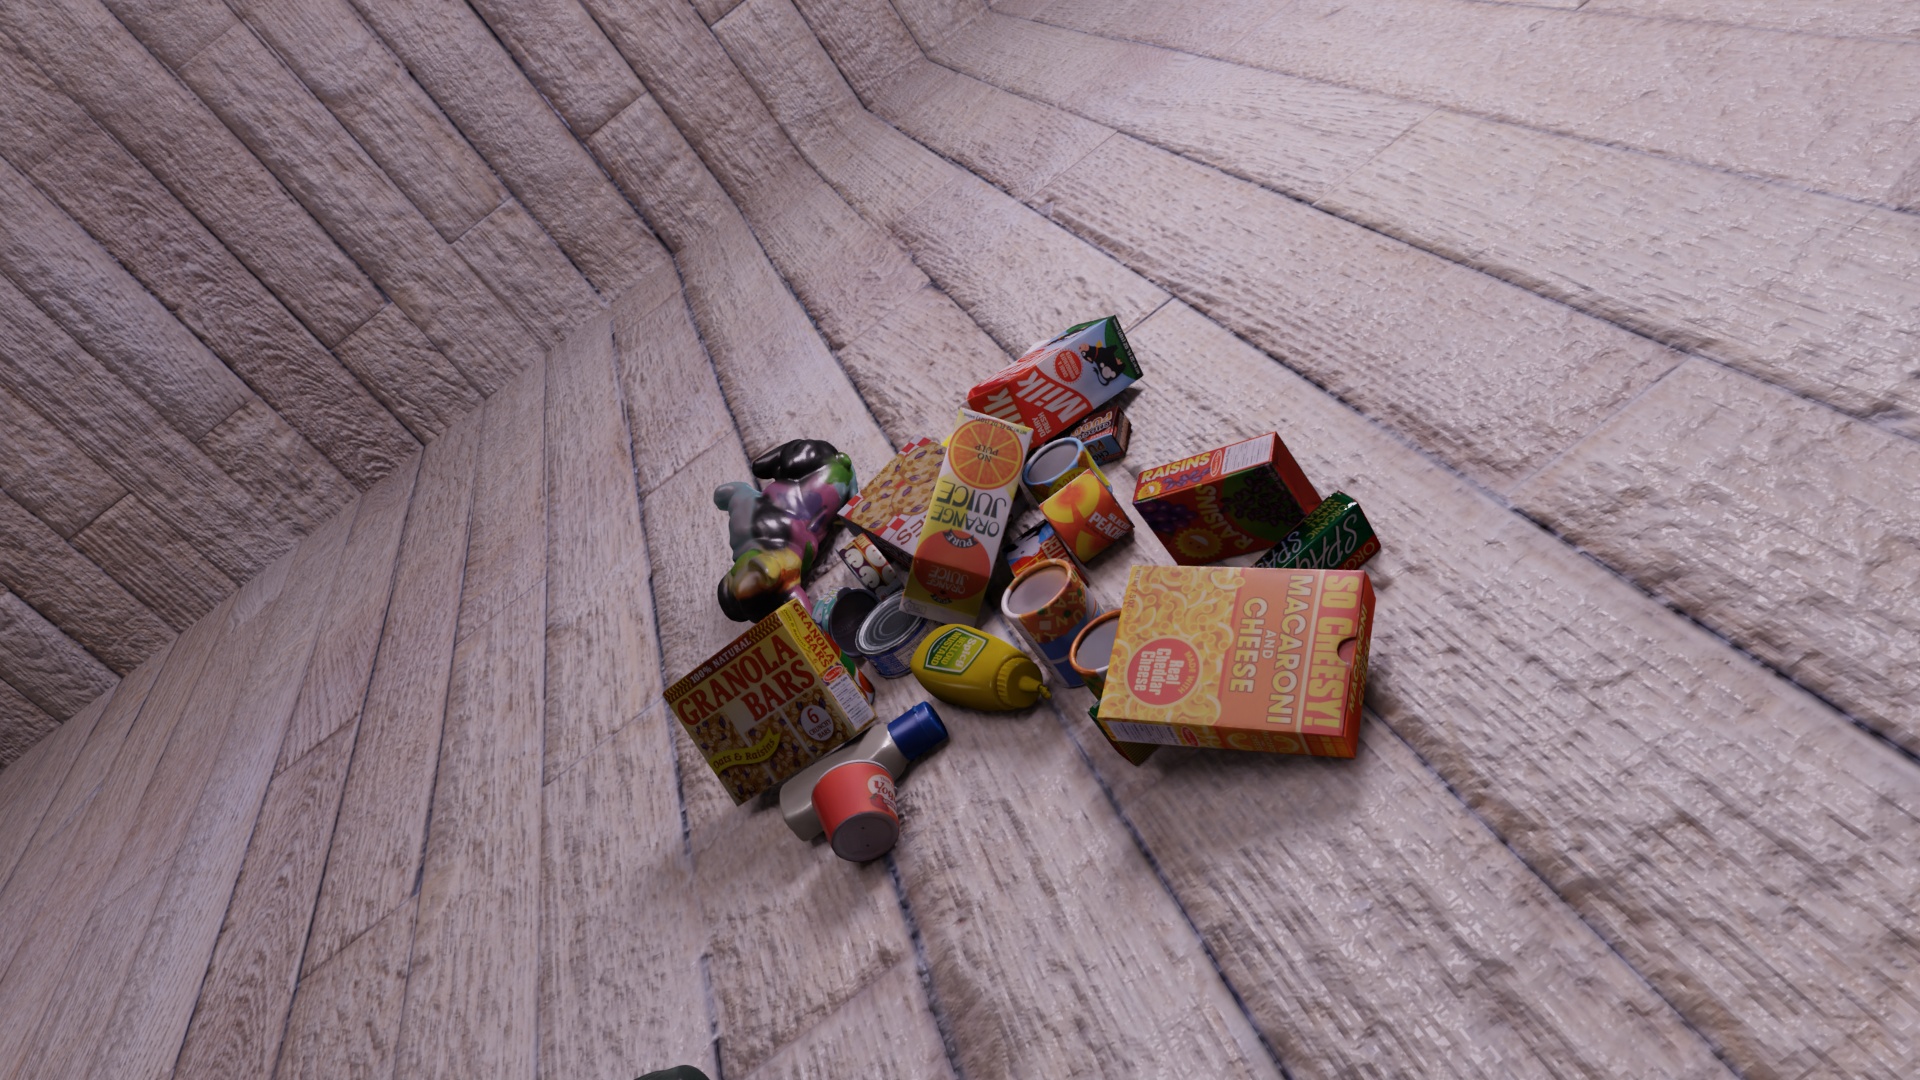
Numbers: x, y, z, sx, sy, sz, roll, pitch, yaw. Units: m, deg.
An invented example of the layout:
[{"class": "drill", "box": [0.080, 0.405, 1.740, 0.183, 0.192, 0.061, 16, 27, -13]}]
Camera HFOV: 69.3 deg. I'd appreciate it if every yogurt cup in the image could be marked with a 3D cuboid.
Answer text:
[{"class": "yogurt cup", "box": [-0.080, 0.215, 1.094, 0.072, 0.072, 0.054, -34, 36, 7]}]

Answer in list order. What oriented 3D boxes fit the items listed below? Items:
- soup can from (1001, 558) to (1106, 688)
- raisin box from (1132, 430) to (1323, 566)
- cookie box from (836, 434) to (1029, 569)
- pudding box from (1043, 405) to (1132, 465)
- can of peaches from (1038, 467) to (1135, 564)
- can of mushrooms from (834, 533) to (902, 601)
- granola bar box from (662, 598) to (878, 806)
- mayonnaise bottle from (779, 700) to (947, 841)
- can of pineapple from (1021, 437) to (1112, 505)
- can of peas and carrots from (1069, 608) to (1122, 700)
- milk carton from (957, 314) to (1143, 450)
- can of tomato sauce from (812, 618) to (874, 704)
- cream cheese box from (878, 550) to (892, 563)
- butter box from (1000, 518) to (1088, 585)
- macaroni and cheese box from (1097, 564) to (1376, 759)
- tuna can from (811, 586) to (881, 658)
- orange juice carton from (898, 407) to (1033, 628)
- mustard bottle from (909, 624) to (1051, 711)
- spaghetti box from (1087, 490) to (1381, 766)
[{"class": "soup can", "box": [0.084, 0.064, 1.106, 0.071, 0.083, 0.072, -28, 29, 18]}, {"class": "raisin box", "box": [0.210, -0.029, 1.095, 0.123, 0.086, 0.040, -16, 40, 35]}, {"class": "cookie box", "box": [-0.030, -0.032, 1.390, 0.123, 0.040, 0.168, -45, 40, -14]}, {"class": "pudding box", "box": [0.122, -0.094, 1.351, 0.083, 0.030, 0.050, -19, 33, 31]}, {"class": "can of peaches", "box": [0.111, -0.020, 1.217, 0.058, 0.071, 0.071, -36, 28, 3]}, {"class": "can of mushrooms", "box": [-0.091, 0.026, 1.377, 0.033, 0.071, 0.071, -39, 28, -5]}, {"class": "granola bar box", "box": [-0.167, 0.142, 1.202, 0.165, 0.124, 0.039, -34, -1, 33]}, {"class": "mayonnaise bottle", "box": [-0.081, 0.189, 1.157, 0.148, 0.041, 0.065, -34, 22, 5]}, {"class": "can of pineapple", "box": [0.099, -0.053, 1.287, 0.071, 0.057, 0.071, -28, 30, 18]}, {"class": "can of peas and carrots", "box": [0.122, 0.093, 1.045, 0.071, 0.058, 0.071, -28, 30, 18]}, {"class": "milk carton", "box": [0.082, -0.147, 1.374, 0.191, 0.072, 0.073, -35, 16, -26]}, {"class": "can of tomato sauce", "box": [-0.127, 0.125, 1.259, 0.071, 0.083, 0.071, -28, 29, 18]}, {"class": "cream cheese box", "box": [-0.074, -0.009, 1.456, 0.104, 0.024, 0.053, -48, 32, -18]}, {"class": "butter box", "box": [0.074, 0.024, 1.239, 0.053, 0.024, 0.104, -36, 28, 5]}, {"class": "macaroni and cheese box", "box": [0.187, 0.079, 0.940, 0.166, 0.040, 0.124, 0, 58, 27]}, {"class": "tuna can", "box": [-0.108, 0.075, 1.322, 0.033, 0.071, 0.071, 2, 48, 52]}, {"class": "orange juice carton", "box": [0.005, -0.016, 1.268, 0.073, 0.072, 0.193, 106, -179, -73]}, {"class": "mustard bottle", "box": [0.023, 0.109, 1.145, 0.160, 0.048, 0.065, 8, 54, 53]}, {"class": "spaghetti box", "box": [0.201, 0.062, 1.009, 0.250, 0.050, 0.029, -41, 30, -5]}]
